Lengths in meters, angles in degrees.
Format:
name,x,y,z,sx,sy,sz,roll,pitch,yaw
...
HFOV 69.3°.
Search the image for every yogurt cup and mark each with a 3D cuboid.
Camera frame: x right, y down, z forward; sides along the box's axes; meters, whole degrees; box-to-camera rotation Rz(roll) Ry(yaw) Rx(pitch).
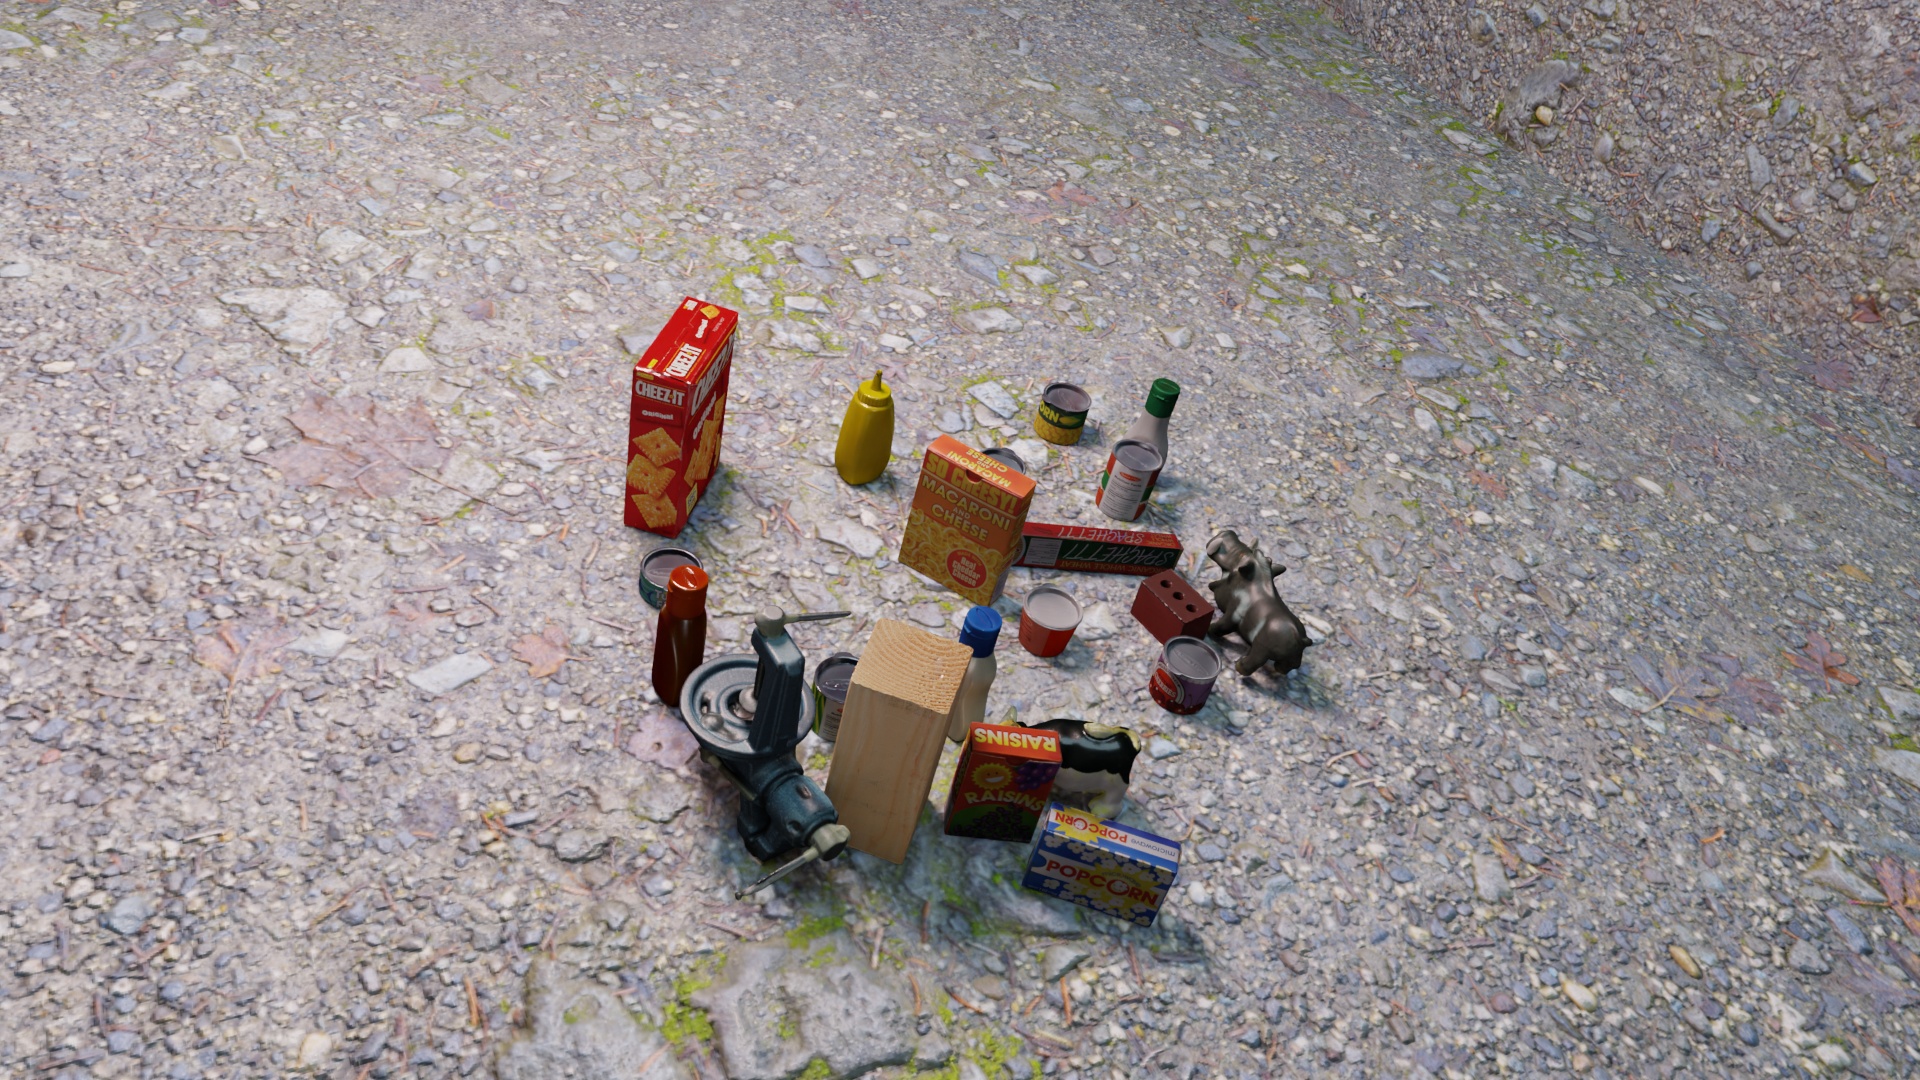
name,x,y,z,sx,sy,sz,roll,pitch,yaw
yogurt cup,0.096,0.091,1.532,0.072,0.053,0.073,10,39,-8

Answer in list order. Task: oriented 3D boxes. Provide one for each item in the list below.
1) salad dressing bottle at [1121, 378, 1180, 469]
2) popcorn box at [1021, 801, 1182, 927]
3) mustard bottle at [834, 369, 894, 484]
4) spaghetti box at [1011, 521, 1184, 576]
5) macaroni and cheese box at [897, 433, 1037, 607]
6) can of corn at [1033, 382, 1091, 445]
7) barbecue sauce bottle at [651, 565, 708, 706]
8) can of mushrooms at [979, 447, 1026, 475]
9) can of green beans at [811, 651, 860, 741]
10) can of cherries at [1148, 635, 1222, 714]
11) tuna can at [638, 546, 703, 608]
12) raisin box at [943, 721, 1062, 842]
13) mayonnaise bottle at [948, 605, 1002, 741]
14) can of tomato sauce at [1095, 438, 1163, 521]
name,x,y,z,sx,sy,sz,roll,pitch,yaw
salad dressing bottle,0.244,-0.139,1.784,0.064,0.146,0.044,26,40,12
popcorn box,0.129,0.297,1.271,0.127,0.084,0.038,18,39,2
mustard bottle,-0.109,-0.141,1.656,0.065,0.159,0.049,-21,51,-37
spaghetti box,0.139,0.010,1.647,0.250,0.049,0.029,5,40,-14
macaroni and cheese box,0.006,-0.019,1.544,0.124,0.165,0.040,28,40,15
can of corn,0.134,-0.169,1.853,0.071,0.058,0.071,10,39,-8
barbecue sauce bottle,-0.268,0.089,1.334,0.044,0.147,0.065,-10,46,-29
can of mushrooms,0.048,-0.085,1.744,0.071,0.033,0.071,10,39,-8
can of green beans,-0.117,0.157,1.377,0.071,0.057,0.071,10,39,-8
can of cherries,0.242,0.147,1.511,0.071,0.058,0.072,10,39,-8
tuna can,-0.306,0.042,1.470,0.071,0.032,0.071,10,39,-8
raisin box,0.037,0.227,1.294,0.086,0.122,0.040,9,39,-9
mayonnaise bottle,0.008,0.130,1.381,0.041,0.147,0.065,-12,46,-30
can of tomato sauce,0.212,-0.077,1.750,0.071,0.082,0.071,10,39,-8
